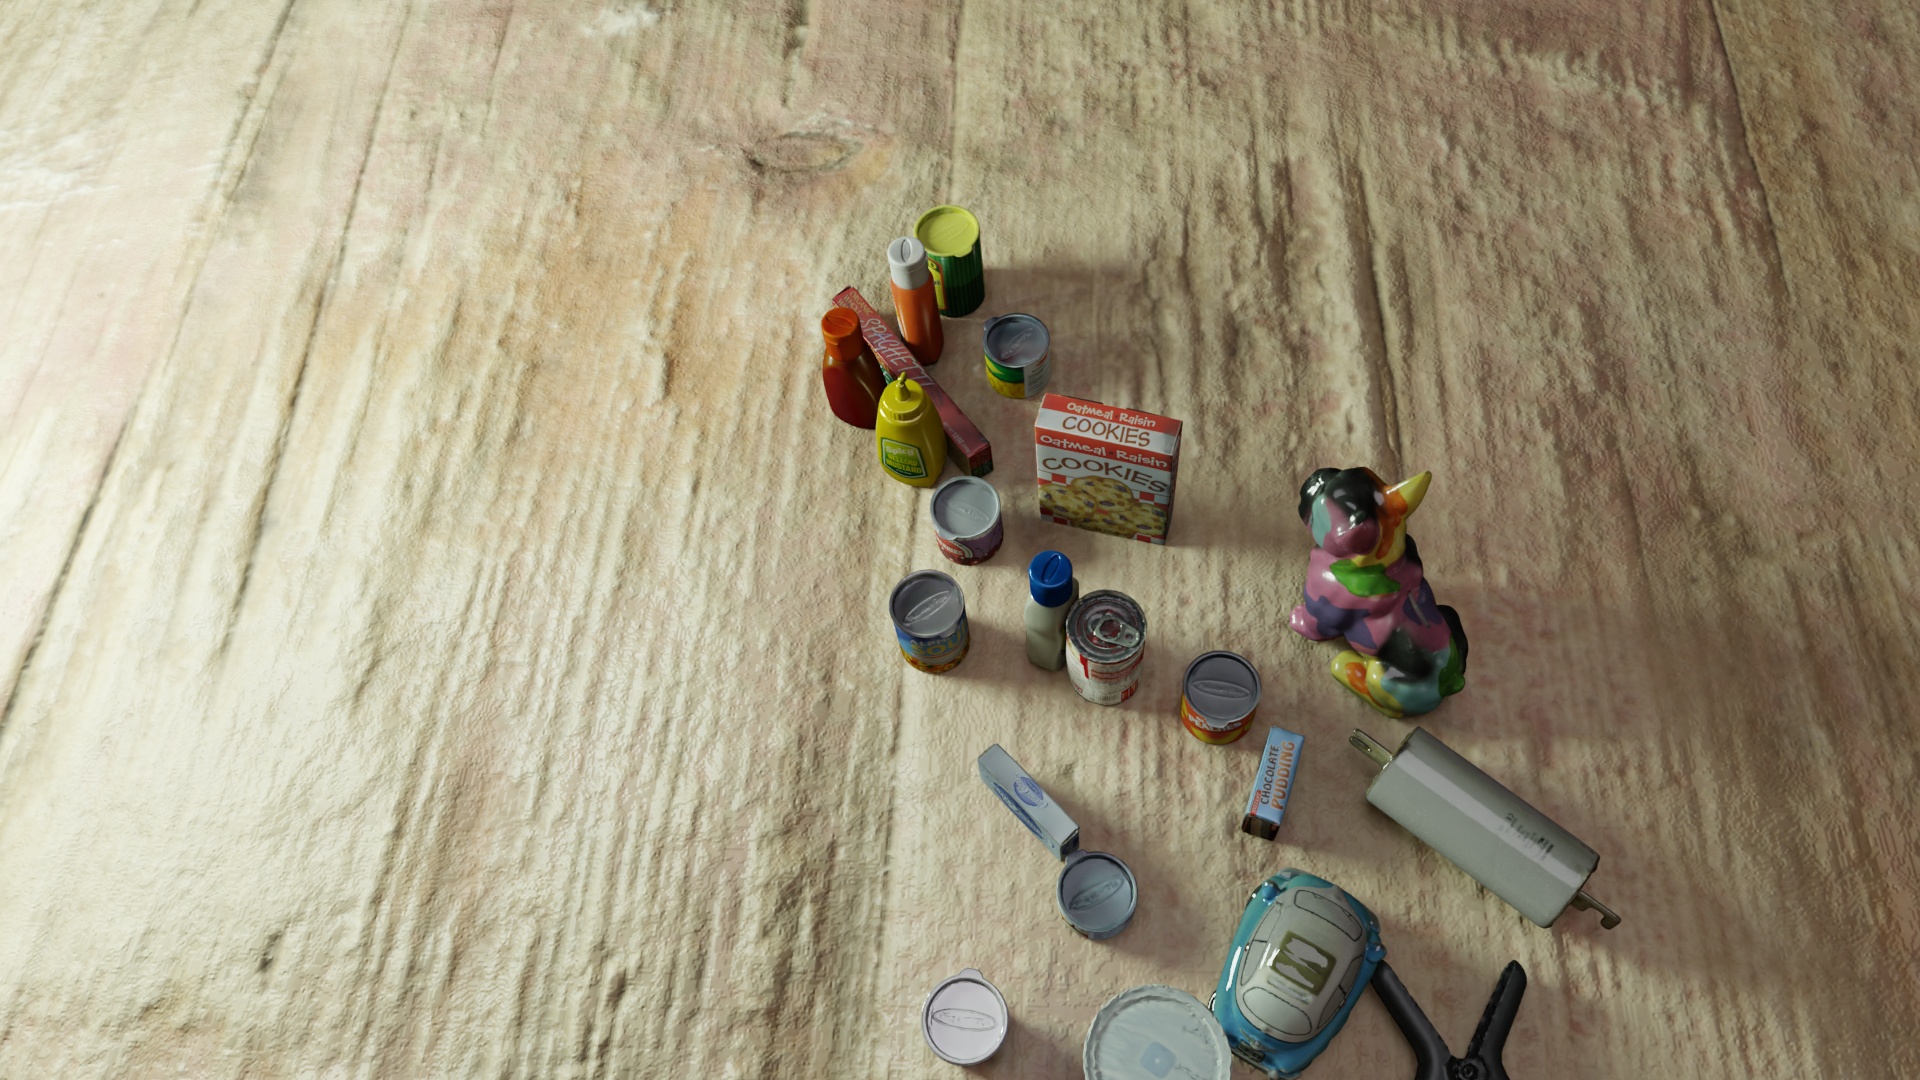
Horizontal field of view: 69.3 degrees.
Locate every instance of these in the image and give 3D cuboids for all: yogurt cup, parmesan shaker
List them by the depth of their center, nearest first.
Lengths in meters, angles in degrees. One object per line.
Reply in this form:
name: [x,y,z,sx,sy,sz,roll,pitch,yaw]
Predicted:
yogurt cup: [0.005,0.379,1.089,0.072,0.053,0.073,-2,61,4]
parmesan shaker: [-0.009,-0.283,1.427,0.071,0.102,0.071,-2,61,4]

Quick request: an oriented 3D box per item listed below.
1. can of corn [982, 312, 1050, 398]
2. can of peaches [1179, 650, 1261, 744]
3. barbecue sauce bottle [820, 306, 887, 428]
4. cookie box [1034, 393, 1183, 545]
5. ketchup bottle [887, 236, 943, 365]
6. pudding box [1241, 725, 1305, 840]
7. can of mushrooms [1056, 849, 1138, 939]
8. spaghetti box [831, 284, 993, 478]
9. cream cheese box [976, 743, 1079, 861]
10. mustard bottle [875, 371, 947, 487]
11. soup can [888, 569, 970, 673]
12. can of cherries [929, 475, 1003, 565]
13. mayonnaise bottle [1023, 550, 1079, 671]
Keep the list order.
can of corn: [0.055,-0.186,1.393,0.071,0.058,0.071,-2,61,4]
can of peaches: [0.223,0.139,1.200,0.071,0.057,0.071,-2,61,4]
barbecue sauce bottle: [-0.106,-0.166,1.345,0.065,0.148,0.044,20,65,15]
cookie box: [0.133,-0.063,1.256,0.123,0.166,0.040,13,64,12]
ketchup bottle: [-0.045,-0.240,1.381,0.043,0.148,0.065,-4,61,3]
pudding box: [0.262,0.203,1.165,0.030,0.049,0.084,16,64,14]
can of mushrooms: [0.111,0.290,1.140,0.071,0.033,0.071,-2,61,4]
spaghetti box: [-0.051,-0.160,1.393,0.029,0.050,0.251,-33,64,-13]
cream cheese box: [0.058,0.221,1.171,0.024,0.053,0.104,-40,65,-15]
mustard bottle: [-0.050,-0.108,1.302,0.065,0.159,0.049,15,64,13]
soup can: [-0.025,0.076,1.241,0.071,0.083,0.071,-2,61,4]
can of cherries: [0.005,-0.016,1.304,0.071,0.058,0.072,-2,61,4]
mayonnaise bottle: [0.080,0.059,1.205,0.041,0.147,0.065,22,66,16]
